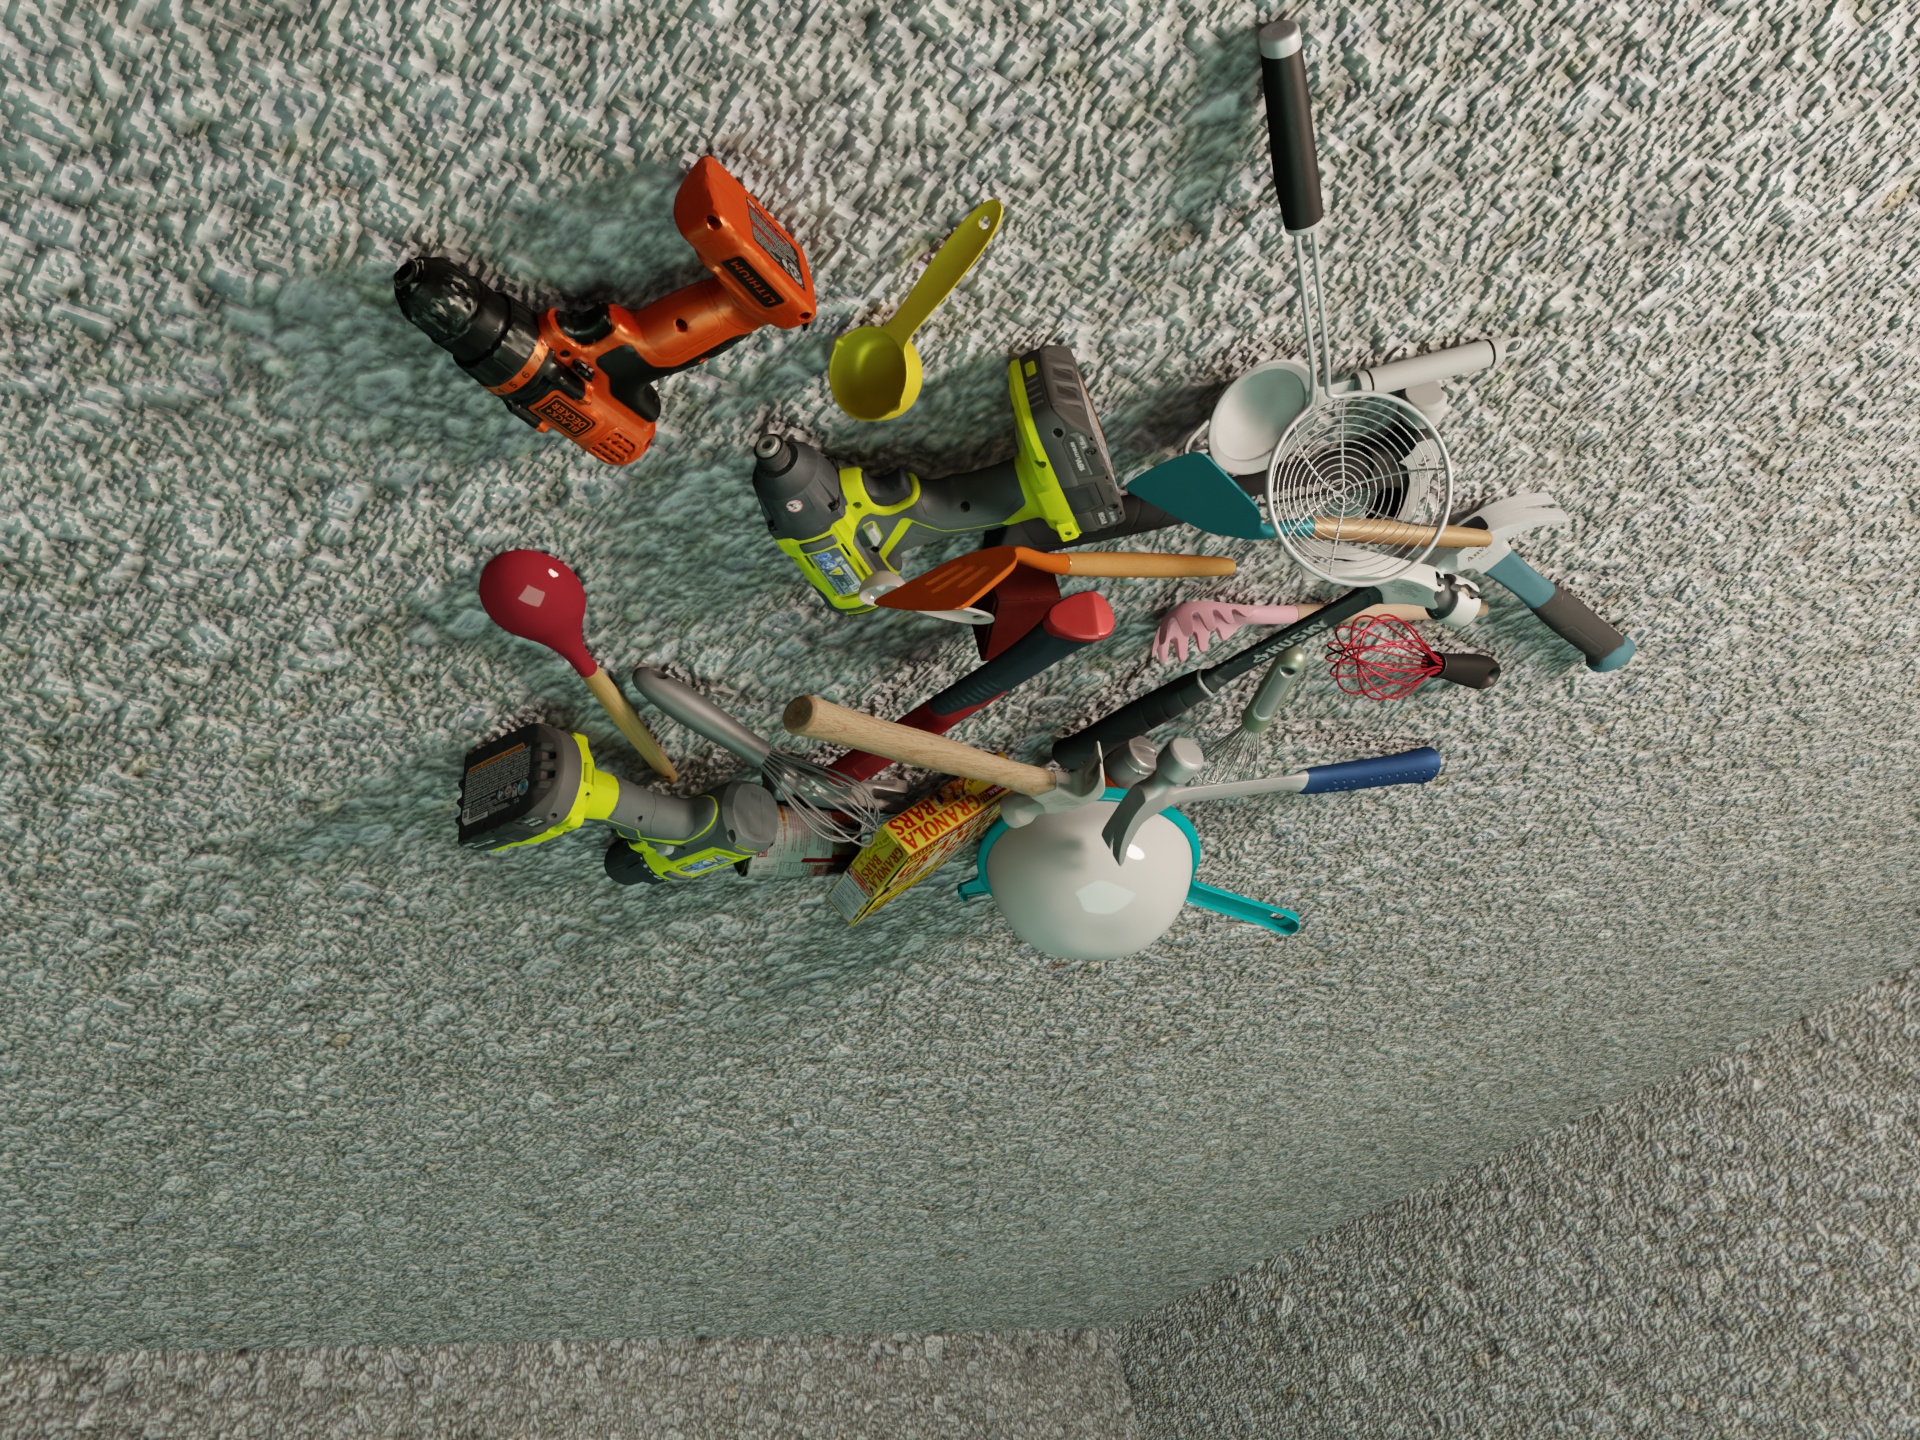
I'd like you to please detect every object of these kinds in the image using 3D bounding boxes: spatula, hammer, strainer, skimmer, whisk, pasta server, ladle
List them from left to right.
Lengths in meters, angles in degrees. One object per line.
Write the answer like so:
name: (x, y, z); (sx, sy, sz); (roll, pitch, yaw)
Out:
ladle: (-0.272, -0.026, 1.199); (0.069, 0.031, 0.315); (-17, 149, 3)
whisk: (-0.157, 0.029, 1.245); (0.238, 0.055, 0.055); (36, 127, -22)
hammer: (-0.005, 0.029, 1.235); (0.130, 0.031, 0.331); (-22, 154, 36)
hammer: (-0.002, -0.004, 1.248); (0.143, 0.038, 0.386); (11, 153, -34)
spatula: (0.085, -0.097, 1.081); (0.322, 0.041, 0.081); (-5, -171, -43)
strainer: (0.178, 0.180, 1.493); (0.340, 0.095, 0.211); (18, 135, -19)
hammer: (0.181, -0.158, 1.157); (0.334, 0.035, 0.146); (-12, 147, -3)
hammer: (0.204, -0.037, 1.264); (0.149, 0.036, 0.409); (15, 152, -30)
whisk: (0.257, 0.006, 1.404); (0.058, 0.059, 0.246); (19, 149, 2)
hammer: (0.297, 0.059, 1.448); (0.405, 0.035, 0.144); (-4, 143, -39)
pasta server: (0.302, -0.082, 1.316); (0.316, 0.040, 0.060); (-3, 159, -18)
spatula: (0.268, -0.148, 1.139); (0.317, 0.044, 0.082); (0, 170, -31)
skimmer: (0.228, -0.235, 0.957); (0.127, 0.090, 0.362); (-25, 137, -2)
strainer: (0.264, -0.226, 1.079); (0.258, 0.050, 0.086); (-15, 135, -7)
whisk: (0.393, -0.049, 1.352); (0.073, 0.073, 0.295); (-38, 155, 33)
hammer: (0.496, -0.102, 1.351); (0.128, 0.033, 0.330); (-42, 141, 23)

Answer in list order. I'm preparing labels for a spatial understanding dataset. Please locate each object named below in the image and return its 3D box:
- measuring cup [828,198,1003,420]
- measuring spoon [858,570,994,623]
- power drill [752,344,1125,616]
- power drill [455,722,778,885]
measuring cup: (-0.020, -0.244, 0.949); (0.156, 0.062, 0.029); (-48, 165, 25)
measuring spoon: (-0.021, -0.085, 1.096); (0.034, 0.018, 0.124); (-22, 158, 40)
power drill: (-0.017, -0.157, 1.048); (0.223, 0.080, 0.171); (-17, 148, 11)
power drill: (-0.290, 0.082, 1.302); (0.190, 0.080, 0.228); (-21, 151, 37)
